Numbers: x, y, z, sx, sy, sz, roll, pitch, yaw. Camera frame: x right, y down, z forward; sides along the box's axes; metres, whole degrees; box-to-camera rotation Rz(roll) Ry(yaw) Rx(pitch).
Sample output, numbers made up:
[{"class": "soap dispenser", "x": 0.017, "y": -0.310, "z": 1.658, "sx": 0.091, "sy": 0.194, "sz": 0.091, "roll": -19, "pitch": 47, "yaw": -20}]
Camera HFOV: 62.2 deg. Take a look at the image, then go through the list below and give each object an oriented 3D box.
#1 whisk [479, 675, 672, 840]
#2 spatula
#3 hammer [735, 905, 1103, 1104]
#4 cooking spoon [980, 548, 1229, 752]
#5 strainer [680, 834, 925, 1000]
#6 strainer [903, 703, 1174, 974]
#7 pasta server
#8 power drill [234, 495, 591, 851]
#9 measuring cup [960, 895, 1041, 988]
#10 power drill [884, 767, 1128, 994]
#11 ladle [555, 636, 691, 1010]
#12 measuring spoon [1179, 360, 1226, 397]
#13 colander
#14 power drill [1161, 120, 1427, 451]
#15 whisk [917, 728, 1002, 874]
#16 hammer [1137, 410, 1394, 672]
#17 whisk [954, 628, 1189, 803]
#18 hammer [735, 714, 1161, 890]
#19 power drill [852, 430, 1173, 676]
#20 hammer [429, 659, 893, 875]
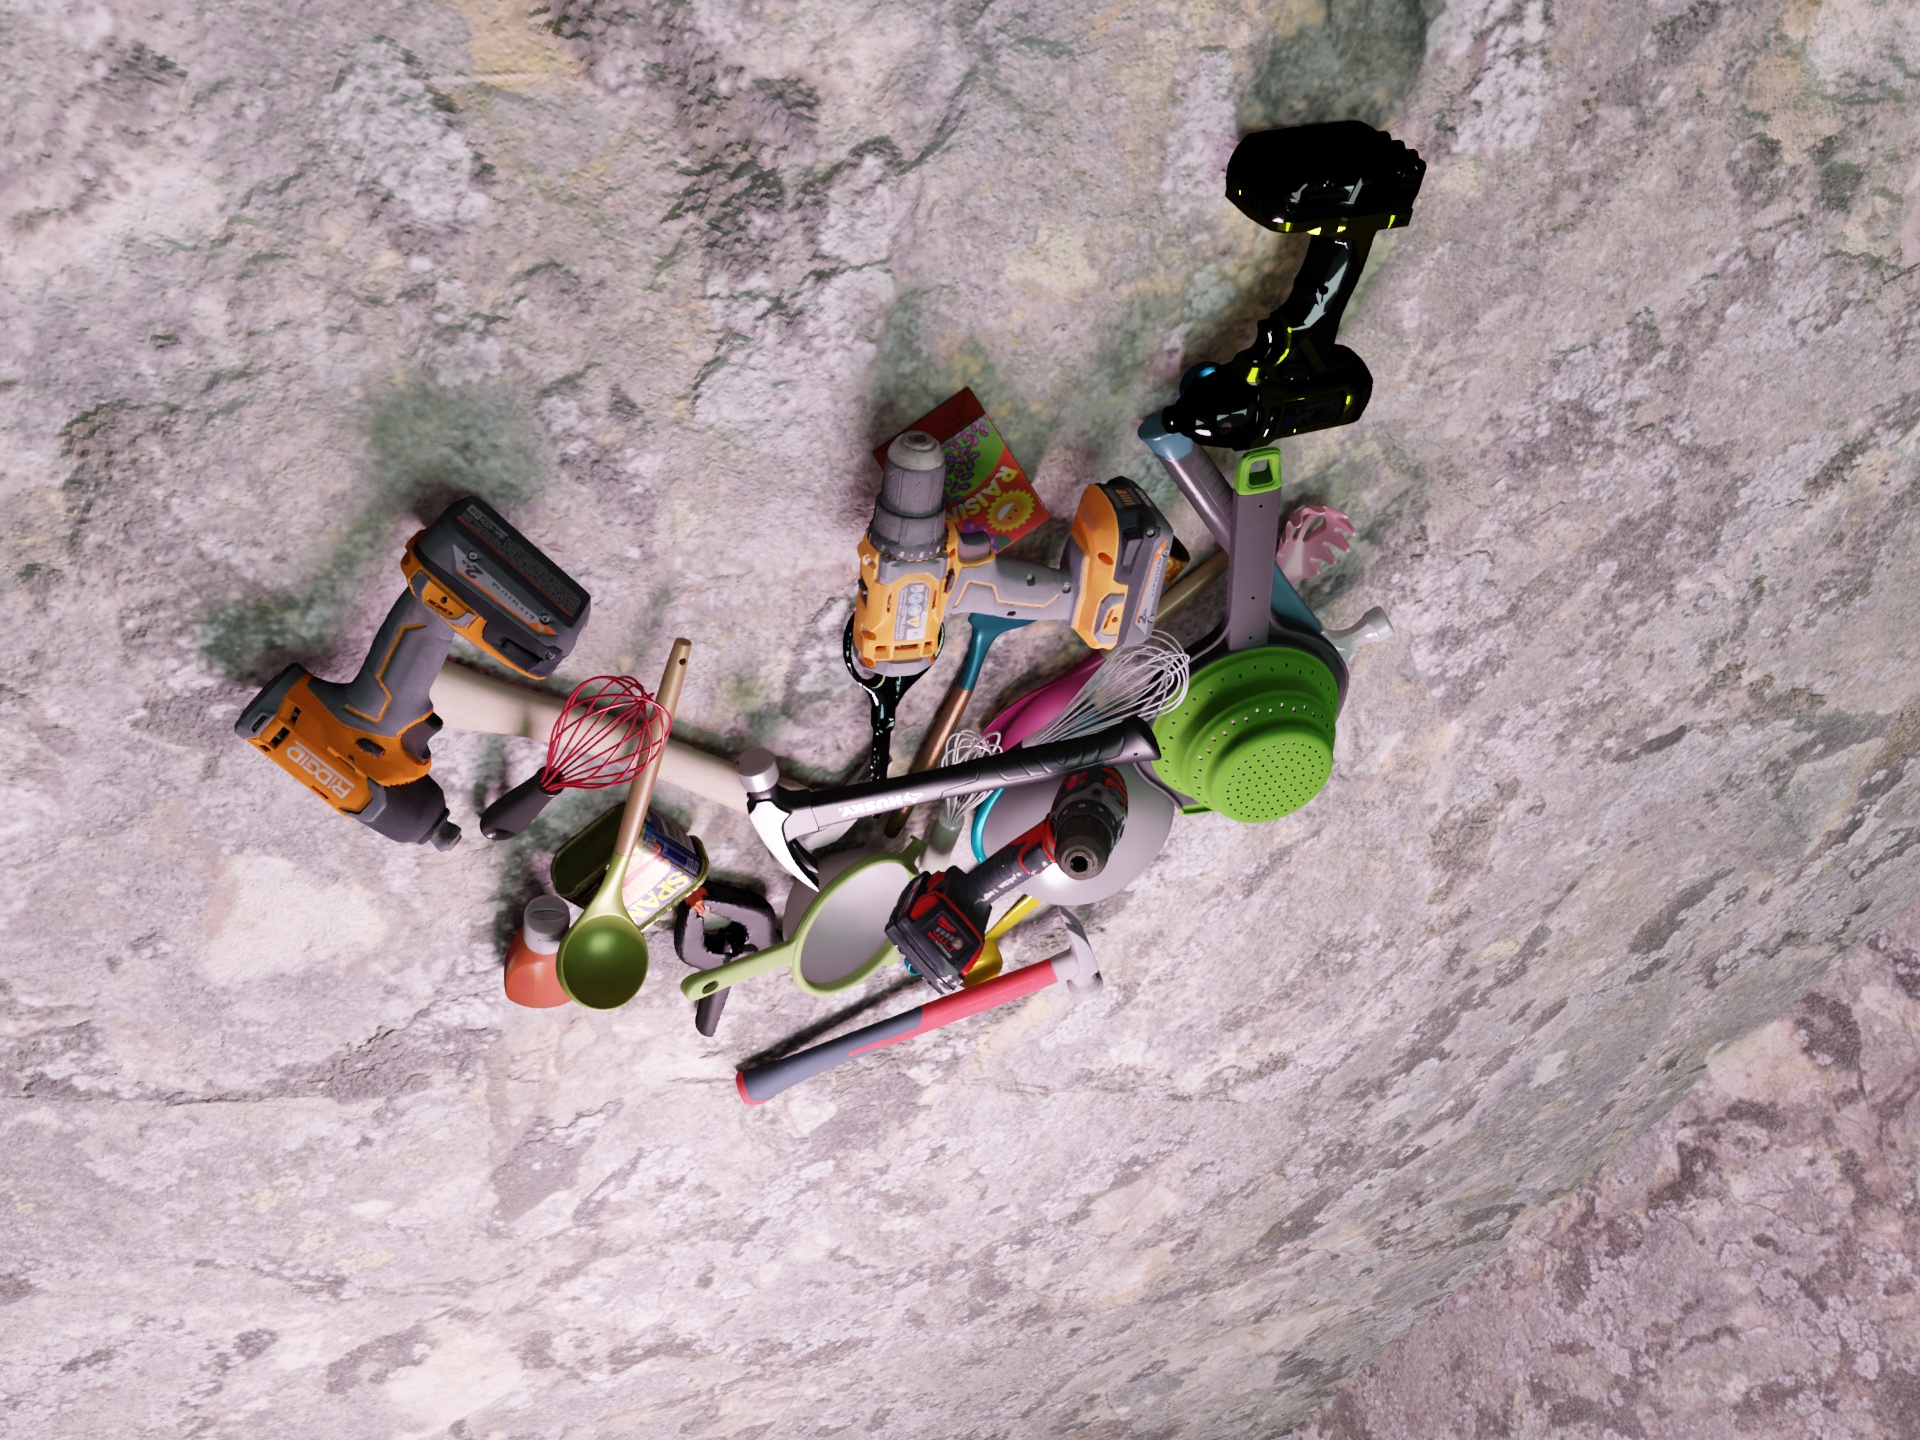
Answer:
[{"class": "whisk", "x": -0.288, "y": 0.038, "z": 1.145, "sx": 0.073, "sy": 0.073, "sz": 0.296, "roll": 7, "pitch": 156, "yaw": -35}, {"class": "spatula", "x": -0.002, "y": -0.004, "z": 1.349, "sx": 0.082, "sy": 0.044, "sz": 0.317, "roll": 0, "pitch": 133, "yaw": -32}, {"class": "hammer", "x": -0.048, "y": 0.297, "z": 1.608, "sx": 0.386, "sy": 0.038, "sz": 0.143, "roll": -21, "pitch": 140, "yaw": 1}, {"class": "cooking spoon", "x": 0.144, "y": -0.073, "z": 1.381, "sx": 0.319, "sy": 0.017, "sz": 0.068, "roll": -38, "pitch": 147, "yaw": 11}, {"class": "strainer", "x": -0.149, "y": 0.182, "z": 1.406, "sx": 0.256, "sy": 0.069, "sz": 0.151, "roll": -17, "pitch": 132, "yaw": -40}, {"class": "strainer", "x": 0.079, "y": 0.148, "z": 1.501, "sx": 0.340, "sy": 0.095, "sz": 0.210, "roll": -46, "pitch": 139, "yaw": 14}, {"class": "pasta server", "x": 0.271, "y": -0.072, "z": 1.440, "sx": 0.060, "sy": 0.040, "sz": 0.316, "roll": 6, "pitch": 132, "yaw": -15}, {"class": "power drill", "x": -0.352, "y": -0.020, "z": 1.063, "sx": 0.226, "sy": 0.084, "sz": 0.164, "roll": -42, "pitch": 107, "yaw": 16}, {"class": "measuring cup", "x": 0.048, "y": 0.220, "z": 1.621, "sx": 0.062, "sy": 0.029, "sz": 0.156, "roll": 21, "pitch": 122, "yaw": -43}, {"class": "power drill", "x": 0.046, "y": 0.133, "z": 1.338, "sx": 0.226, "sy": 0.188, "sz": 0.080, "roll": -39, "pitch": 97, "yaw": 17}, {"class": "ladle", "x": -0.247, "y": 0.085, "z": 1.222, "sx": 0.078, "sy": 0.062, "sz": 0.320, "roll": 0, "pitch": 121, "yaw": -39}, {"class": "measuring spoon", "x": 0.211, "y": -0.253, "z": 1.238, "sx": 0.128, "sy": 0.021, "sz": 0.042, "roll": 5, "pitch": 120, "yaw": -45}, {"class": "colander", "x": 0.249, "y": -0.039, "z": 1.320, "sx": 0.204, "sy": 0.095, "sz": 0.396, "roll": -12, "pitch": 133, "yaw": -7}, {"class": "power drill", "x": 0.234, "y": -0.300, "z": 1.136, "sx": 0.171, "sy": 0.080, "sz": 0.223, "roll": -15, "pitch": 136, "yaw": -23}, {"class": "whisk", "x": -0.006, "y": 0.081, "z": 1.409, "sx": 0.059, "sy": 0.058, "sz": 0.246, "roll": -35, "pitch": 161, "yaw": -30}, {"class": "hammer", "x": 0.242, "y": -0.140, "z": 1.318, "sx": 0.128, "sy": 0.033, "sz": 0.330, "roll": -30, "pitch": 132, "yaw": 17}, {"class": "whisk", "x": 0.087, "y": 0.006, "z": 1.357, "sx": 0.070, "sy": 0.070, "sz": 0.284, "roll": 14, "pitch": 145, "yaw": -39}, {"class": "hammer", "x": -0.003, "y": 0.053, "z": 1.292, "sx": 0.335, "sy": 0.035, "sz": 0.146, "roll": -12, "pitch": 133, "yaw": 2}, {"class": "power drill", "x": 0.036, "y": -0.127, "z": 1.155, "sx": 0.226, "sy": 0.084, "sz": 0.185, "roll": -6, "pitch": 129, "yaw": -18}, {"class": "hammer", "x": -0.235, "y": 0.020, "z": 1.247, "sx": 0.410, "sy": 0.038, "sz": 0.146, "roll": 23, "pitch": 117, "yaw": -43}]
